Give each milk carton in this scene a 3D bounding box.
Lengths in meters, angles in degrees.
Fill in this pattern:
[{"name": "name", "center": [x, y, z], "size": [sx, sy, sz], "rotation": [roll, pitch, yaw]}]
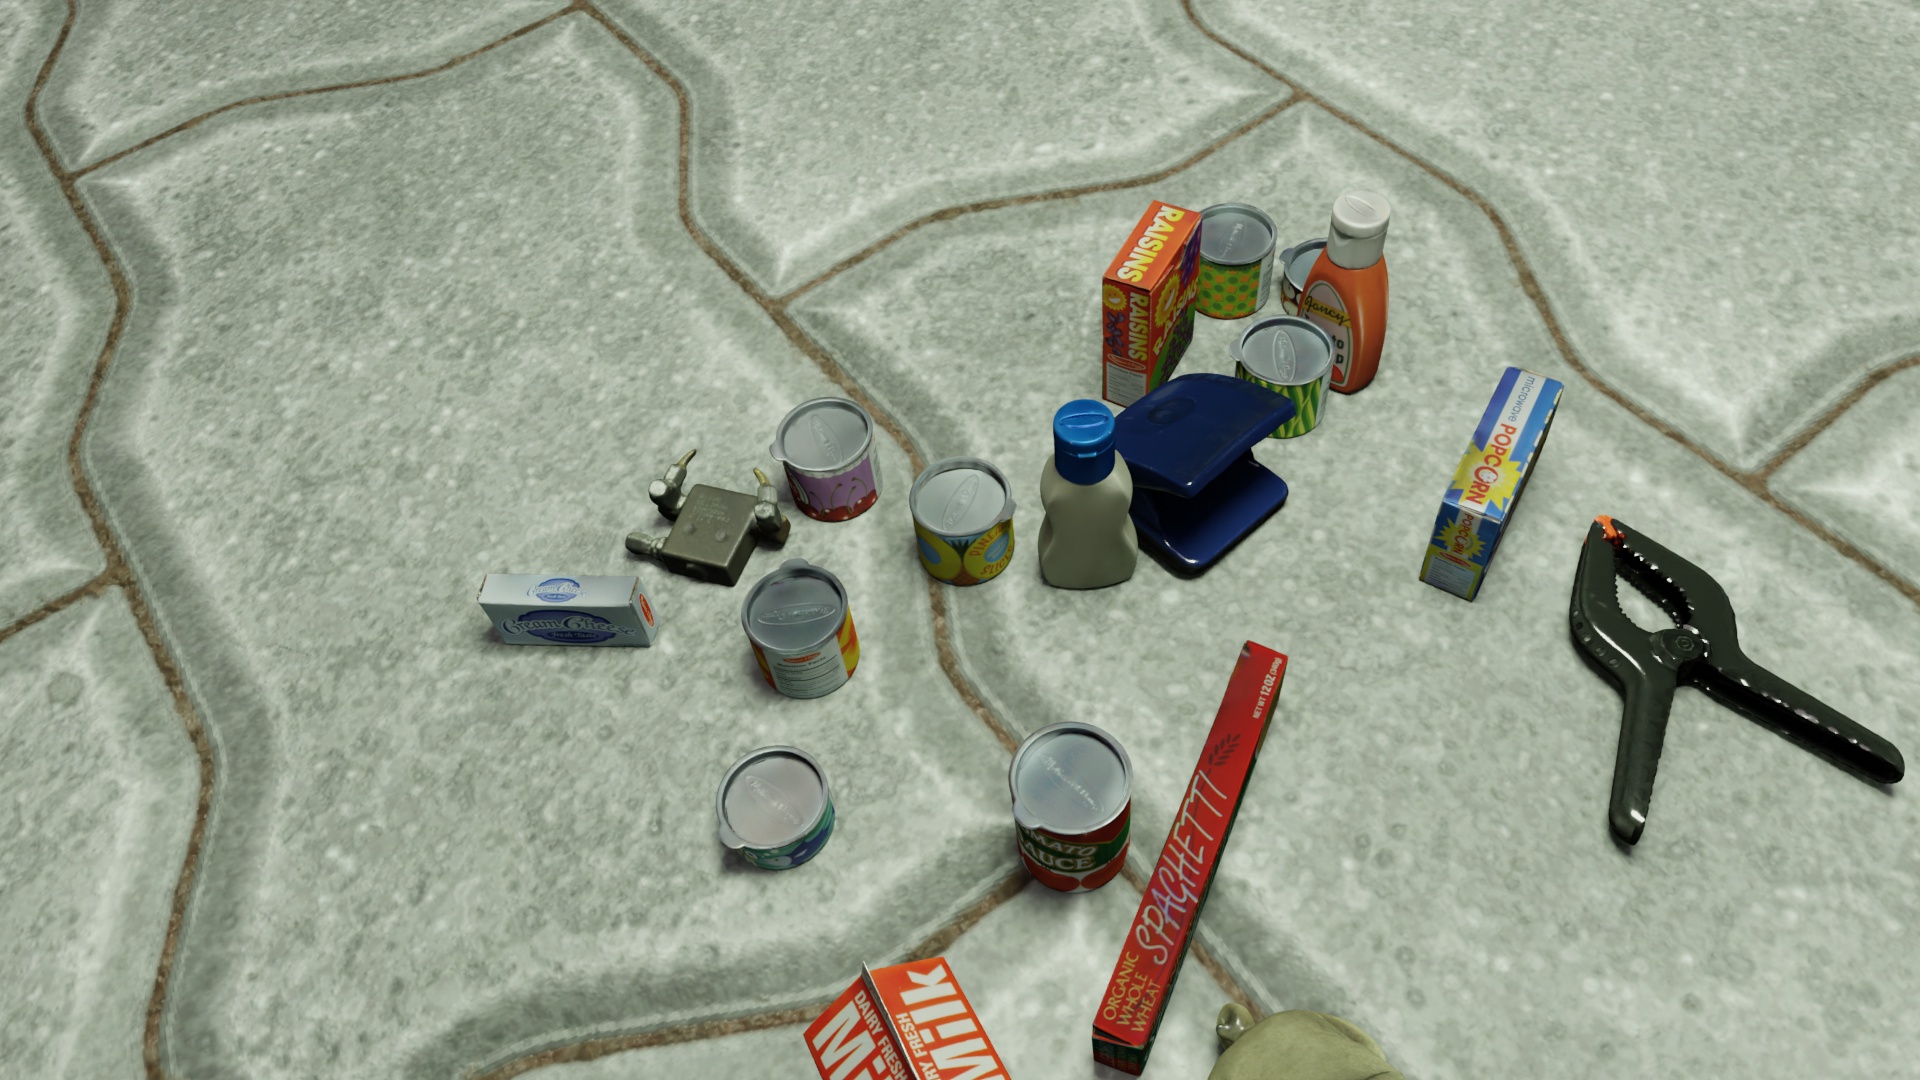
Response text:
[{"name": "milk carton", "center": [-0.017, 0.255, 0.634], "size": [0.073, 0.189, 0.072], "rotation": [-26, 55, -13]}]

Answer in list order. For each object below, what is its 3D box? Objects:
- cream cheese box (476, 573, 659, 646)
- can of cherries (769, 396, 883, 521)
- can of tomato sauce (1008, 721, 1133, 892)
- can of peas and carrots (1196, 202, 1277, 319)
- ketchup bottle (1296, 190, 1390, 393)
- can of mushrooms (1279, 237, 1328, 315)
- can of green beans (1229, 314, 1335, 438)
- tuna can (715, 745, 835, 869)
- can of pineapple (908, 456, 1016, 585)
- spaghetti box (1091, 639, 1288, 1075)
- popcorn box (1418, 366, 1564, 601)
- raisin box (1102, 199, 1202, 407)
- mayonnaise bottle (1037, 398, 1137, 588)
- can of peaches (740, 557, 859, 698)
[{"name": "cream cheese box", "center": [-0.253, 0.046, 0.899], "size": [0.104, 0.053, 0.024], "rotation": [1, 54, 7]}, {"name": "can of cherries", "center": [-0.092, -0.055, 0.954], "size": [0.071, 0.058, 0.072], "rotation": [-3, 53, 4]}, {"name": "can of tomato sauce", "center": [0.061, 0.151, 0.771], "size": [0.071, 0.082, 0.071], "rotation": [-3, 53, 4]}, {"name": "can of peas and carrots", "center": [0.198, -0.209, 1.039], "size": [0.071, 0.058, 0.071], "rotation": [-3, 53, 4]}, {"name": "ketchup bottle", "center": [0.264, -0.170, 0.947], "size": [0.044, 0.148, 0.065], "rotation": [-35, 58, -18]}, {"name": "can of mushrooms", "center": [0.271, -0.193, 1.035], "size": [0.071, 0.033, 0.071], "rotation": [-3, 53, 4]}, {"name": "can of green beans", "center": [0.224, -0.114, 0.966], "size": [0.071, 0.057, 0.071], "rotation": [-3, 53, 4]}, {"name": "tuna can", "center": [-0.109, 0.158, 0.814], "size": [0.071, 0.032, 0.071], "rotation": [-3, 53, 4]}, {"name": "can of pineapple", "center": [0.003, -0.011, 0.913], "size": [0.071, 0.057, 0.071], "rotation": [-3, 53, 4]}, {"name": "spaghetti box", "center": [0.130, 0.170, 0.770], "size": [0.029, 0.050, 0.251], "rotation": [18, 57, 18]}, {"name": "popcorn box", "center": [0.337, -0.037, 0.880], "size": [0.038, 0.084, 0.127], "rotation": [23, 59, 21]}, {"name": "raisin box", "center": [0.133, -0.161, 0.970], "size": [0.040, 0.122, 0.086], "rotation": [22, 59, 21]}, {"name": "mayonnaise bottle", "center": [0.078, -0.026, 0.860], "size": [0.065, 0.147, 0.041], "rotation": [-5, 53, 2]}, {"name": "can of peaches", "center": [-0.099, 0.056, 0.873], "size": [0.071, 0.057, 0.071], "rotation": [-3, 53, 4]}]
